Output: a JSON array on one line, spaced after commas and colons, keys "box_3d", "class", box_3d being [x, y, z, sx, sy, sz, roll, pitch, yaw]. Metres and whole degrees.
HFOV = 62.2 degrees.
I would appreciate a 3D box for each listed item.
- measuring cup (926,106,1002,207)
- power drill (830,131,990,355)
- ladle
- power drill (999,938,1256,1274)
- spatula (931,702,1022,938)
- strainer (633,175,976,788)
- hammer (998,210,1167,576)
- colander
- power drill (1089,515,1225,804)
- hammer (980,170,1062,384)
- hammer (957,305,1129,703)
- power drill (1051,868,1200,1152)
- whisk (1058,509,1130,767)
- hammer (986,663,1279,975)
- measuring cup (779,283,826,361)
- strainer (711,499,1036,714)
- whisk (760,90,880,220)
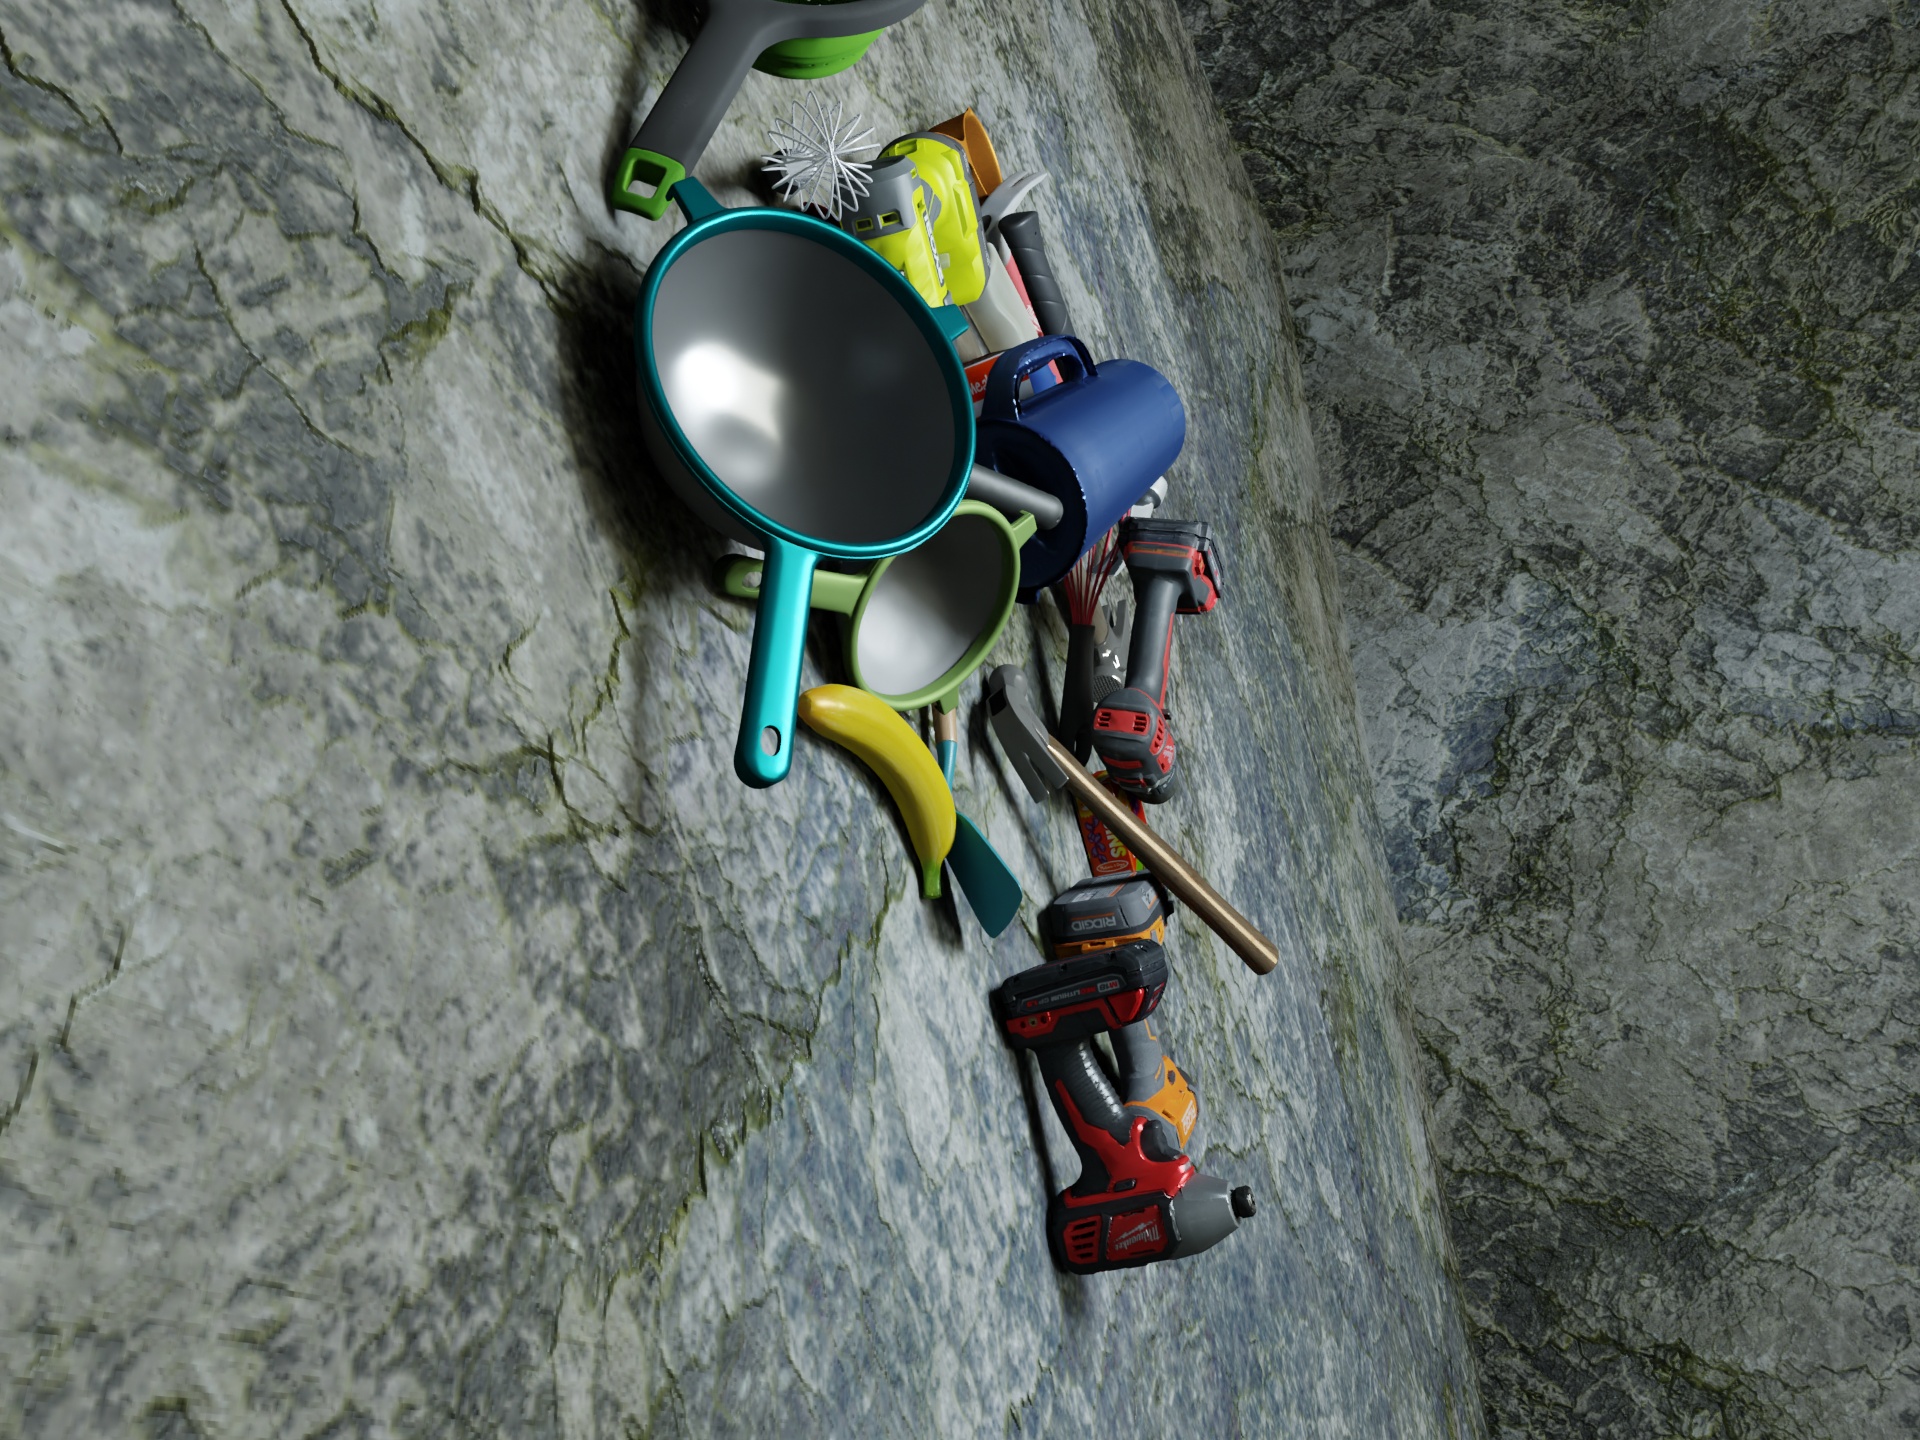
[{"box_3d": [-0.015, -0.495, 1.413, 0.173, 0.052, 0.095, -30, 104, -66], "class": "measuring cup"}, {"box_3d": [-0.030, -0.339, 1.199, 0.229, 0.080, 0.190, -78, 156, -59], "class": "power drill"}, {"box_3d": [-0.117, -0.268, 1.054, 0.316, 0.031, 0.069, -73, 144, -50], "class": "ladle"}, {"box_3d": [0.118, 0.274, 1.128, 0.078, 0.143, 0.220, 3, 71, -70], "class": "power drill"}, {"box_3d": [-0.002, -0.004, 1.139, 0.082, 0.044, 0.318, 116, -27, -57], "class": "spatula"}, {"box_3d": [-0.106, -0.115, 0.874, 0.210, 0.095, 0.341, 18, 64, -30], "class": "strainer"}, {"box_3d": [0.112, -0.307, 1.505, 0.149, 0.036, 0.408, -64, 145, -29], "class": "hammer"}, {"box_3d": [-0.133, -0.434, 1.023, 0.094, 0.204, 0.397, 106, 3, -60], "class": "colander"}, {"box_3d": [0.171, -0.044, 1.383, 0.187, 0.080, 0.227, 51, 49, -64], "class": "power drill"}, {"box_3d": [0.098, -0.345, 1.549, 0.143, 0.038, 0.385, -59, 143, -18], "class": "hammer"}, {"box_3d": [0.067, -0.211, 1.454, 0.146, 0.038, 0.410, -79, 147, -50], "class": "hammer"}, {"box_3d": [0.144, 0.242, 1.302, 0.164, 0.084, 0.226, -19, 98, -71], "class": "power drill"}, {"box_3d": [0.109, -0.102, 1.397, 0.073, 0.073, 0.296, 6, 87, -67], "class": "whisk"}, {"box_3d": [0.140, 0.093, 1.263, 0.331, 0.031, 0.130, 43, 18, -18], "class": "hammer"}, {"box_3d": [-0.098, -0.238, 1.026, 0.167, 0.038, 0.083, 100, 9, -62], "class": "measuring cup"}, {"box_3d": [-0.070, -0.088, 1.008, 0.256, 0.069, 0.151, 5, 115, -50], "class": "strainer"}, {"box_3d": [-0.098, -0.347, 0.989, 0.285, 0.070, 0.070, -124, -169, -70], "class": "whisk"}]
